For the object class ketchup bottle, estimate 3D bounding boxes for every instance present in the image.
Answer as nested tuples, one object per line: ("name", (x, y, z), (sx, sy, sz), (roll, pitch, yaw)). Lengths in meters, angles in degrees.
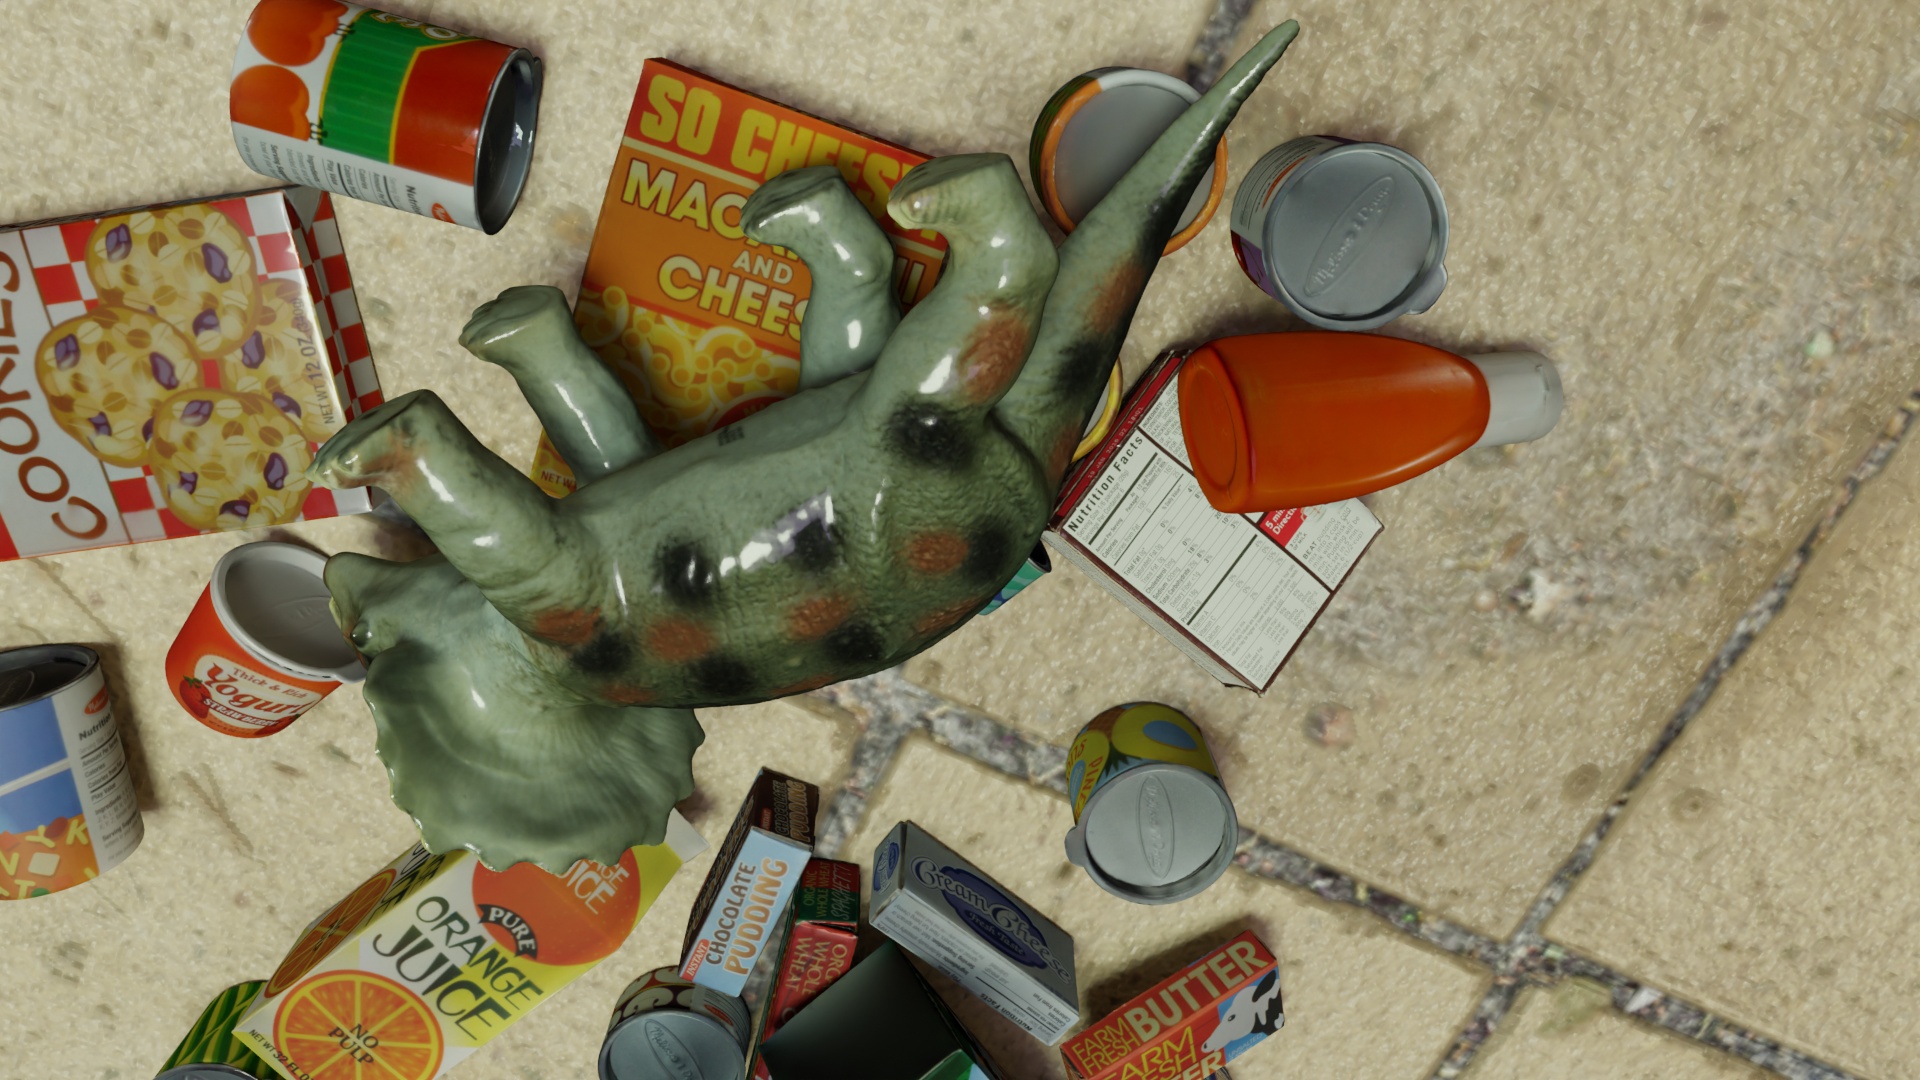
("ketchup bottle", (0.157, -0.049, 0.520), (0.149, 0.043, 0.065), (-7, 76, -21))

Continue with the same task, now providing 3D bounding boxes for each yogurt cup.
("yogurt cup", (-0.276, 0.042, 0.554), (0.072, 0.073, 0.053), (43, 111, -14))

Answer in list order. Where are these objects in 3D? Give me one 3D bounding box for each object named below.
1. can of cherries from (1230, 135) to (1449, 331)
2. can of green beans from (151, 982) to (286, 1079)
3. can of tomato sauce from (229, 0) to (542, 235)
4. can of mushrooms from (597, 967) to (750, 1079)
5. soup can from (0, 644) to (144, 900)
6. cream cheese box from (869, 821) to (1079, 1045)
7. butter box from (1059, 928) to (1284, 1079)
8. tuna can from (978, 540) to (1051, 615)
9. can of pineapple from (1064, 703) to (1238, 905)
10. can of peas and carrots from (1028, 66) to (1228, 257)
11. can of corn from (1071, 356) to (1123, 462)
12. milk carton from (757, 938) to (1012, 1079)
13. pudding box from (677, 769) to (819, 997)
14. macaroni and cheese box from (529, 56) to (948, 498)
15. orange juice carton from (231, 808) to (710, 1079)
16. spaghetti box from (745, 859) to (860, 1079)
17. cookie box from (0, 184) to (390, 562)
("can of cherries", (0.139, -0.113, 0.514), (0.071, 0.058, 0.071), (-1, 108, -2))
("can of green beans", (-0.321, 0.243, 0.623), (0.071, 0.058, 0.071), (0, 109, -1))
("can of tomato sauce", (-0.199, -0.152, 0.488), (0.083, 0.071, 0.071), (14, 108, -6))
("can of mushrooms", (-0.132, 0.234, 0.638), (0.071, 0.033, 0.070), (-1, 110, -2))
("soup can", (-0.382, 0.094, 0.566), (0.071, 0.071, 0.083), (-3, 109, 0))
("cream cheese box", (0.007, 0.172, 0.610), (0.104, 0.053, 0.024), (38, 106, -13))
("butter box", (0.096, 0.220, 0.619), (0.104, 0.024, 0.053), (-26, 129, -15))
("tuna can", (0.002, -0.007, 0.541), (0.033, 0.071, 0.071), (-37, 106, 11))
("can of pineapple", (0.078, 0.110, 0.588), (0.071, 0.058, 0.070), (0, 109, -1))
("can of peas and carrots", (0.059, -0.135, 0.504), (0.071, 0.059, 0.070), (0, 109, -1))
("can of corn", (0.025, -0.062, 0.528), (0.071, 0.058, 0.071), (0, 109, -1))
("milk carton", (-0.002, 0.268, 0.610), (0.073, 0.072, 0.190), (-38, 124, -8))
("pudding box", (-0.091, 0.147, 0.601), (0.030, 0.050, 0.083), (24, 107, -11))
("macaroni and cheese box", (-0.081, -0.081, 0.528), (0.124, 0.040, 0.165), (18, 108, -7))
("orange juice carton", (-0.201, 0.158, 0.590), (0.192, 0.073, 0.071), (-36, 106, 10))
("spaghetti box", (-0.087, 0.264, 0.641), (0.029, 0.050, 0.249), (13, 108, -7))
("cookie box", (-0.315, -0.062, 0.528), (0.167, 0.040, 0.122), (-8, 109, 1))
